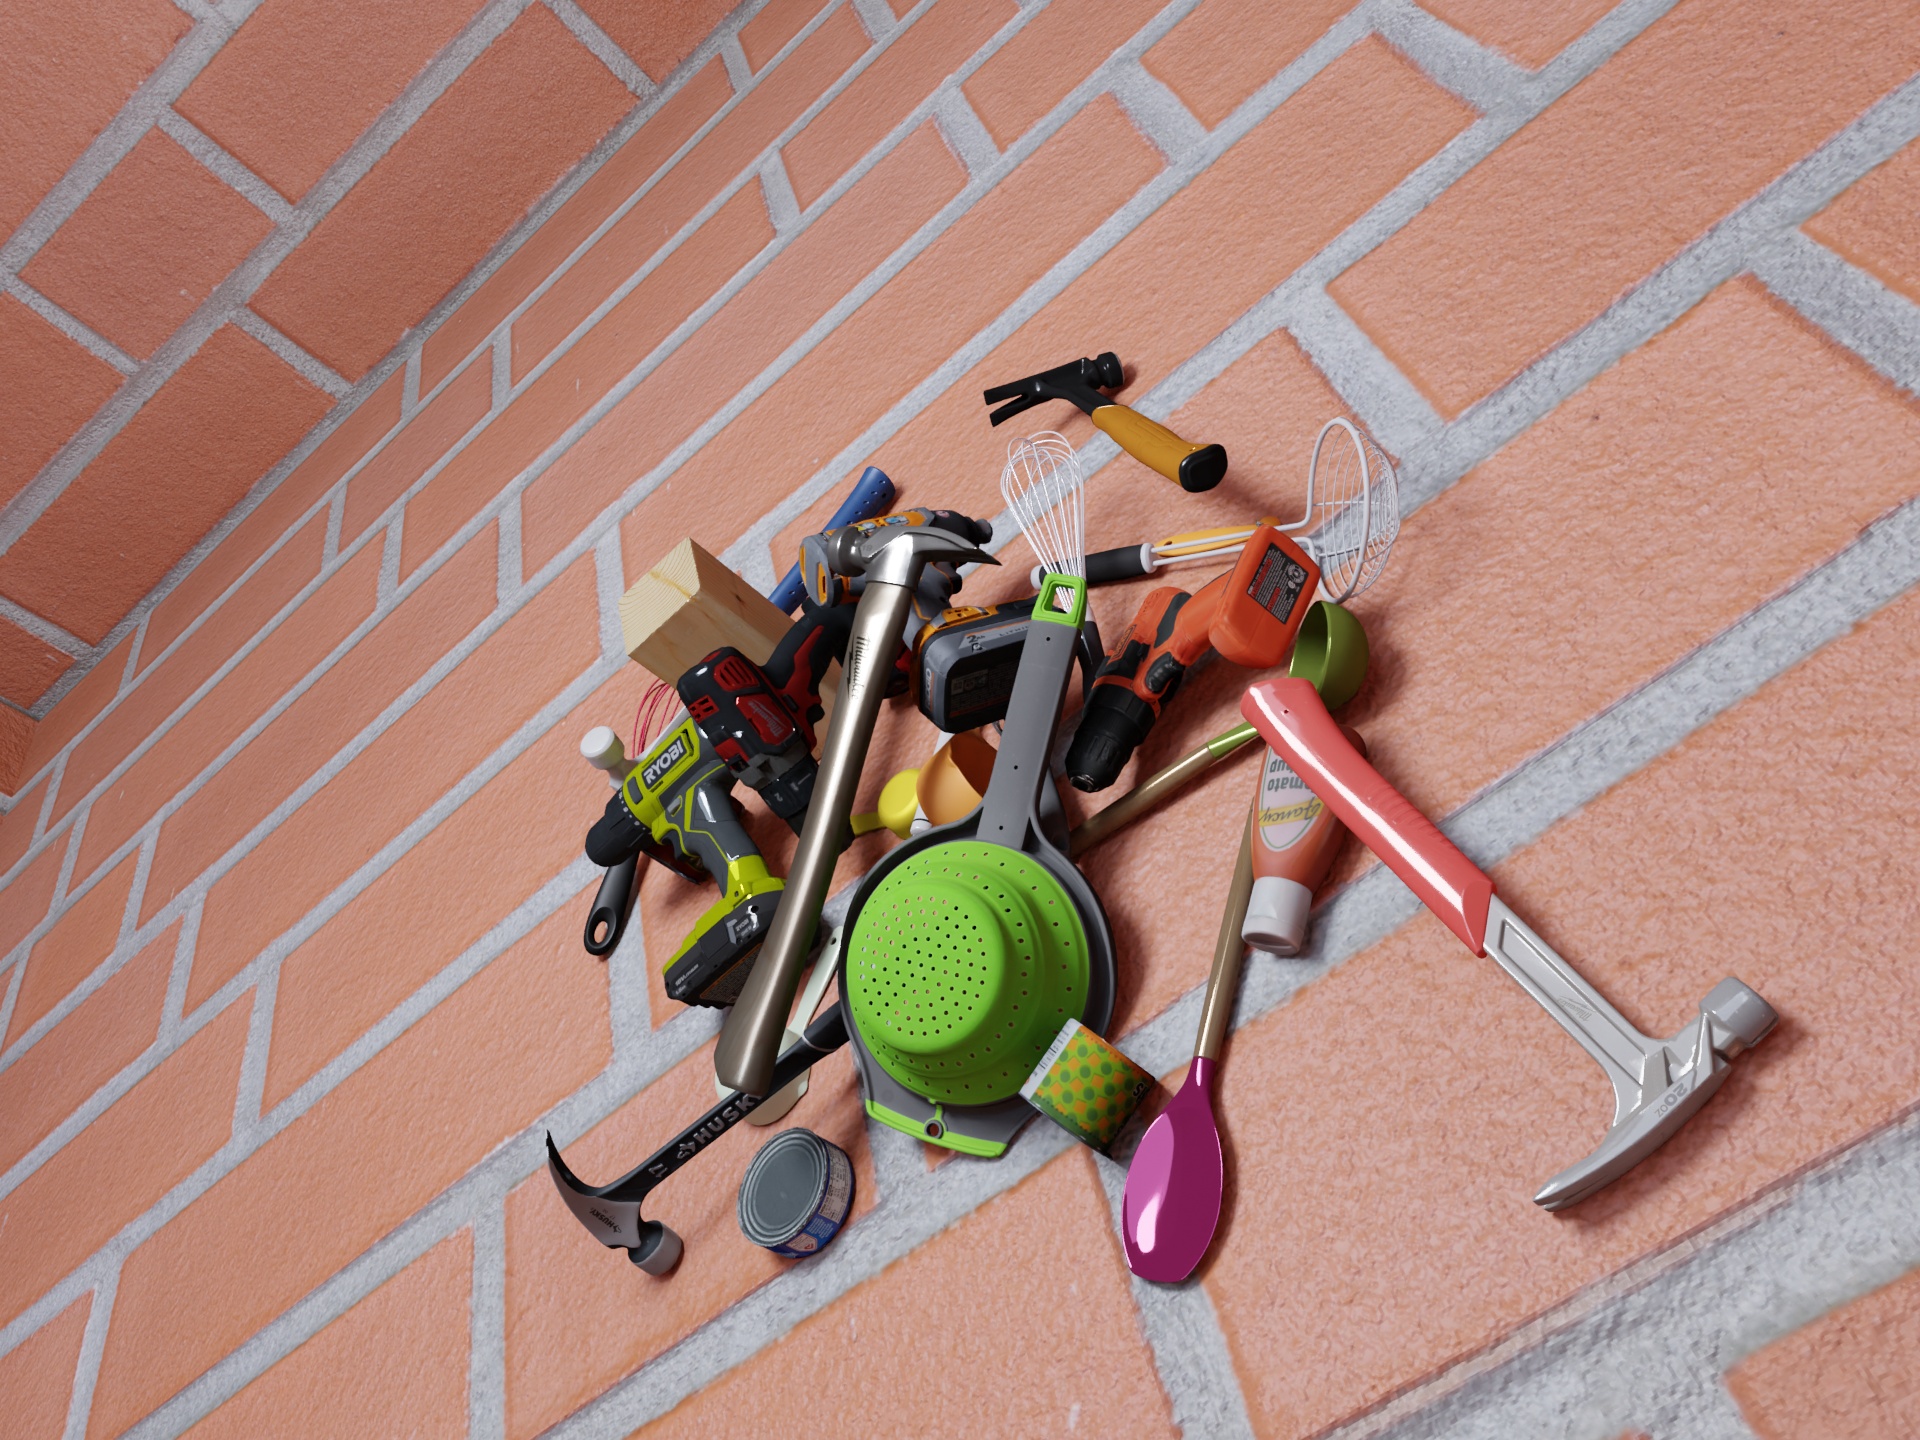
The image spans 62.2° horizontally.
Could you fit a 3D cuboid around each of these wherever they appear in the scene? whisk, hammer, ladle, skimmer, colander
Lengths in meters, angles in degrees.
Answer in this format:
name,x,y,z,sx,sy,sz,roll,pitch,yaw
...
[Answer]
name,x,y,z,sx,sy,sz,roll,pitch,yaw
whisk,0.053,0.030,1.186,0.055,0.055,0.239,-36,32,18
hammer,0.123,-0.238,1.283,0.127,0.034,0.337,-20,26,-8
whisk,-0.302,0.083,1.518,0.073,0.073,0.296,-6,61,43
ladle,0.147,0.028,1.105,0.320,0.062,0.078,-36,25,23
hammer,-0.190,-0.081,1.507,0.035,0.143,0.405,21,64,37
skimmer,0.170,-0.134,1.187,0.363,0.090,0.127,-6,85,46
hammer,-0.120,0.240,1.154,0.409,0.149,0.036,-39,31,4
whisk,0.085,-0.105,1.237,0.070,0.070,0.285,-28,61,28
colander,0.013,0.084,1.052,0.204,0.094,0.397,12,84,24
hammer,0.266,0.095,0.898,0.149,0.036,0.359,-45,46,7
hammer,-0.084,0.059,1.109,0.146,0.038,0.411,8,78,41

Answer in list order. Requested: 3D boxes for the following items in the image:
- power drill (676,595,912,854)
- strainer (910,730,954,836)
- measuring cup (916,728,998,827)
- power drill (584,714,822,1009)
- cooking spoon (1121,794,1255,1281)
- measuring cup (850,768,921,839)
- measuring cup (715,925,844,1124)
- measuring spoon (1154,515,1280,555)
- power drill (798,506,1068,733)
name,x,y,z,sx,sy,sz,roll,pitch,yaw
power drill,-0.107,-0.011,1.305,0.080,0.188,0.227,-28,12,45
strainer,-0.002,-0.004,1.283,0.087,0.050,0.259,2,57,23
measuring cup,-0.005,0.030,1.220,0.052,0.095,0.174,-46,45,21
power drill,-0.222,0.122,1.325,0.190,0.080,0.229,-41,56,21
cooking spoon,0.158,0.187,0.987,0.069,0.017,0.319,-7,55,41
measuring cup,-0.080,0.077,1.314,0.156,0.029,0.062,-16,48,34
measuring cup,-0.137,0.229,1.237,0.083,0.038,0.168,5,64,48
measuring spoon,0.196,-0.144,1.234,0.117,0.011,0.021,-6,55,43
power drill,-0.007,-0.094,1.236,0.164,0.084,0.227,-18,41,-24
